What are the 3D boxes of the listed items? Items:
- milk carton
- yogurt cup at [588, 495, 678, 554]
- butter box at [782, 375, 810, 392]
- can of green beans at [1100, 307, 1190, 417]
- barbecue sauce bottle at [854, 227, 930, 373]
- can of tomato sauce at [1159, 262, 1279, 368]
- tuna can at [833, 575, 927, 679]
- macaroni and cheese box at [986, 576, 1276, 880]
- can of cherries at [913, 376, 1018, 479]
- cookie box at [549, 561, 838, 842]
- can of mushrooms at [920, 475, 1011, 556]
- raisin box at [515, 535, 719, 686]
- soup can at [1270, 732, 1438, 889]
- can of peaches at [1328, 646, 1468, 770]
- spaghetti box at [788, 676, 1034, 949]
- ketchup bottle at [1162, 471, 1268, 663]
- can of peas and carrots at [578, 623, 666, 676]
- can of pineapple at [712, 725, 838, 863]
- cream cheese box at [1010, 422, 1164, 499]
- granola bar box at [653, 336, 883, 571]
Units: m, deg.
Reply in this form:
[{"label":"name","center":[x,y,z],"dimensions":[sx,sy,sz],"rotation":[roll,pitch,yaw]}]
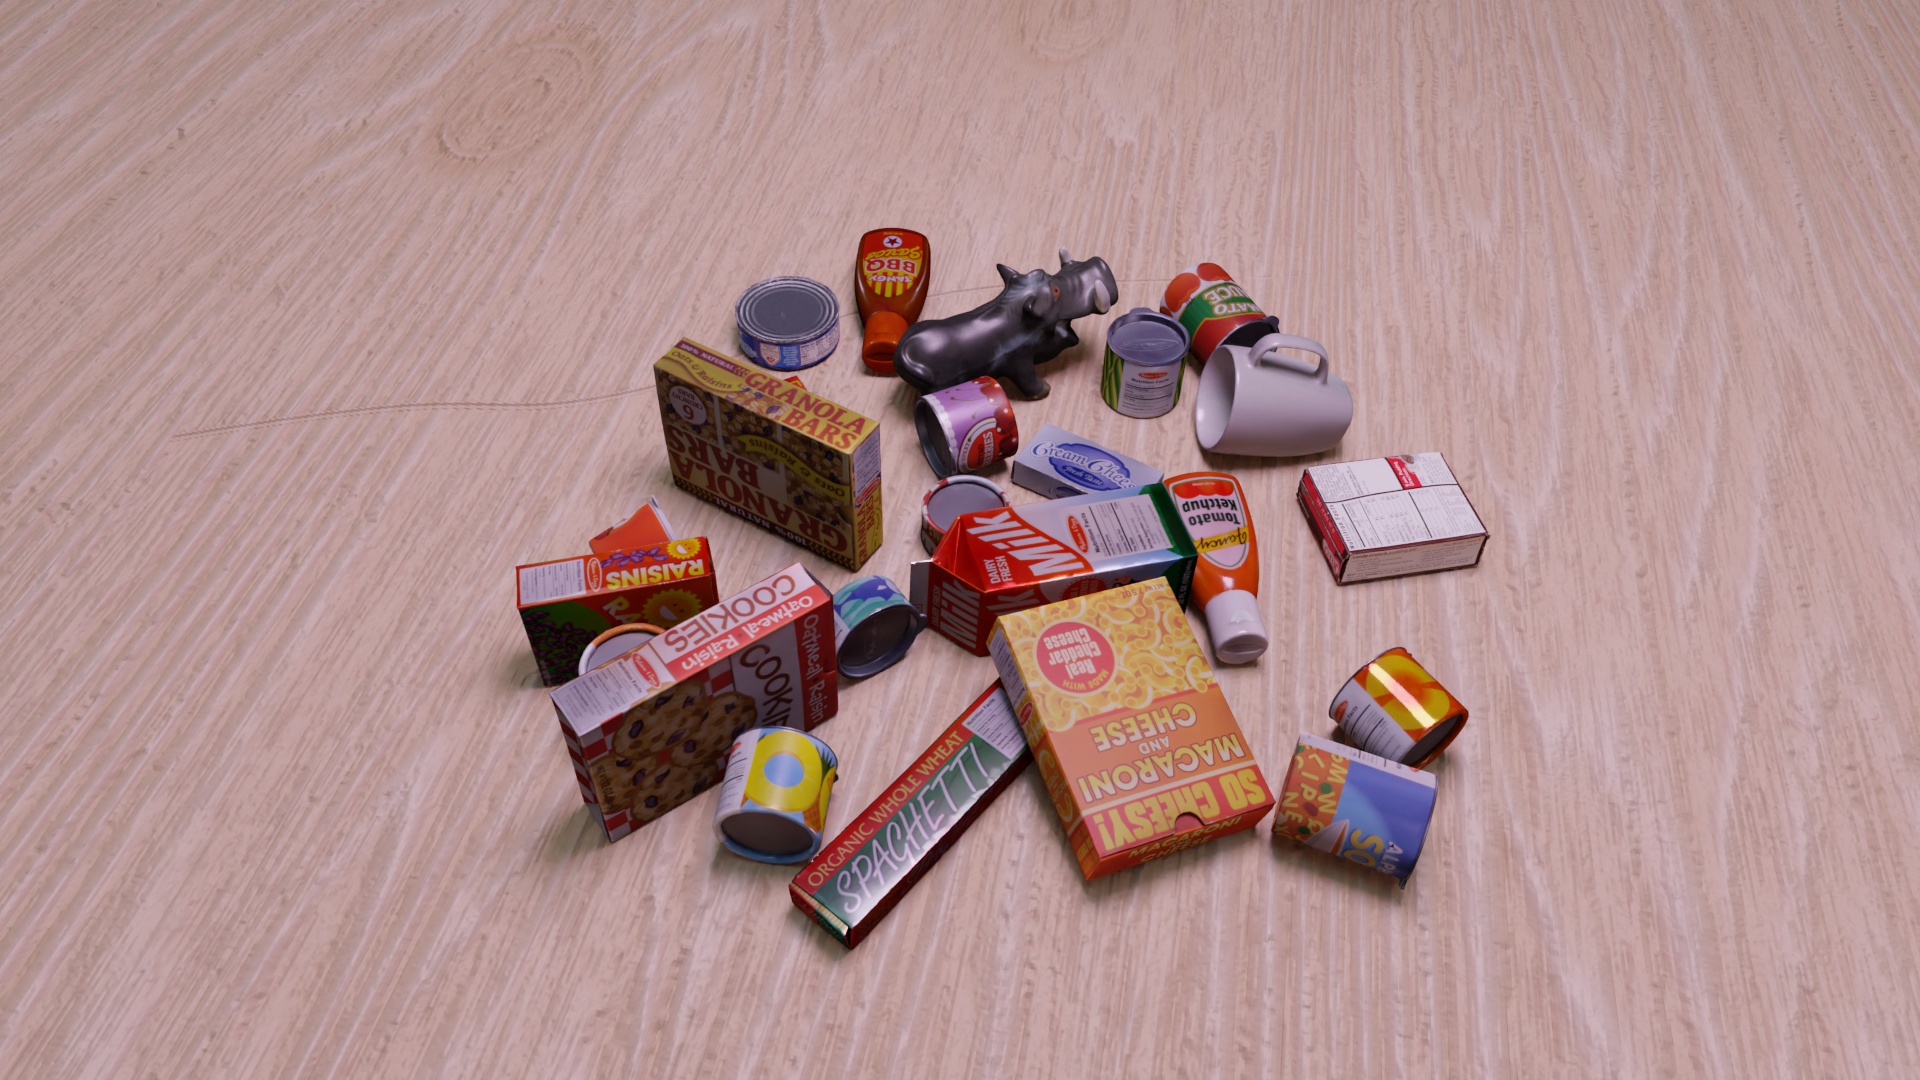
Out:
[{"label":"milk carton","center":[0.058,0.022,0.955],"dimensions":[0.191,0.072,0.074],"rotation":[-9,49,-11]},{"label":"yogurt cup","center":[-0.220,0.013,0.959],"dimensions":[0.054,0.072,0.072],"rotation":[-27,54,-14]},{"label":"butter box","center":[-0.126,-0.082,1.072],"dimensions":[0.053,0.024,0.104],"rotation":[-23,53,-22]},{"label":"can of green beans","center":[0.147,-0.141,1.112],"dimensions":[0.071,0.057,0.071],"rotation":[1,48,-1]},{"label":"barbecue sauce bottle","center":[-0.059,-0.203,1.169],"dimensions":[0.065,0.043,0.149],"rotation":[2,49,0]},{"label":"can of tomato sauce","center":[0.213,-0.180,1.142],"dimensions":[0.071,0.070,0.083],"rotation":[-18,51,-17]},{"label":"tuna can","center":[-0.060,0.056,0.923],"dimensions":[0.071,0.070,0.033],"rotation":[-26,54,-23]},{"label":"macaroni and cheese box","center":[0.104,0.113,0.869],"dimensions":[0.124,0.040,0.167],"rotation":[-13,61,-20]},{"label":"can of cherries","center":[0.005,-0.084,1.049],"dimensions":[0.058,0.071,0.072],"rotation":[-20,52,-18]},{"label":"cookie box","center":[-0.154,0.099,0.844],"dimensions":[0.168,0.122,0.040],"rotation":[-28,56,-25]},{"label":"can of mushrooms","center":[0.004,-0.013,1.009],"dimensions":[0.071,0.033,0.071],"rotation":[2,48,-2]},{"label":"raisin box","center":[-0.220,0.047,0.913],"dimensions":[0.123,0.085,0.040],"rotation":[-10,48,-10]},{"label":"soup can","center":[0.237,0.163,0.841],"dimensions":[0.084,0.071,0.072],"rotation":[17,50,14]},{"label":"can of peaches","center":[0.282,0.110,0.888],"dimensions":[0.071,0.070,0.058],"rotation":[-25,54,-22]},{"label":"spaghetti box","center":[-0.003,0.149,0.867],"dimensions":[0.050,0.028,0.251],"rotation":[33,55,24]},{"label":"ketchup bottle","center":[0.182,0.018,0.982],"dimensions":[0.065,0.043,0.149],"rotation":[-3,49,-5]},{"label":"can of peas and carrots","center":[-0.204,0.095,0.889],"dimensions":[0.071,0.058,0.071],"rotation":[1,49,-1]},{"label":"can of pineapple","center":[-0.109,0.154,0.835],"dimensions":[0.071,0.070,0.058],"rotation":[6,49,3]},{"label":"cream cheese box","center":[0.096,-0.049,1.051],"dimensions":[0.104,0.024,0.054],"rotation":[25,51,18]},{"label":"granola bar box","center":[-0.135,-0.059,0.985],"dimensions":[0.166,0.123,0.039],"rotation":[25,52,19]}]
